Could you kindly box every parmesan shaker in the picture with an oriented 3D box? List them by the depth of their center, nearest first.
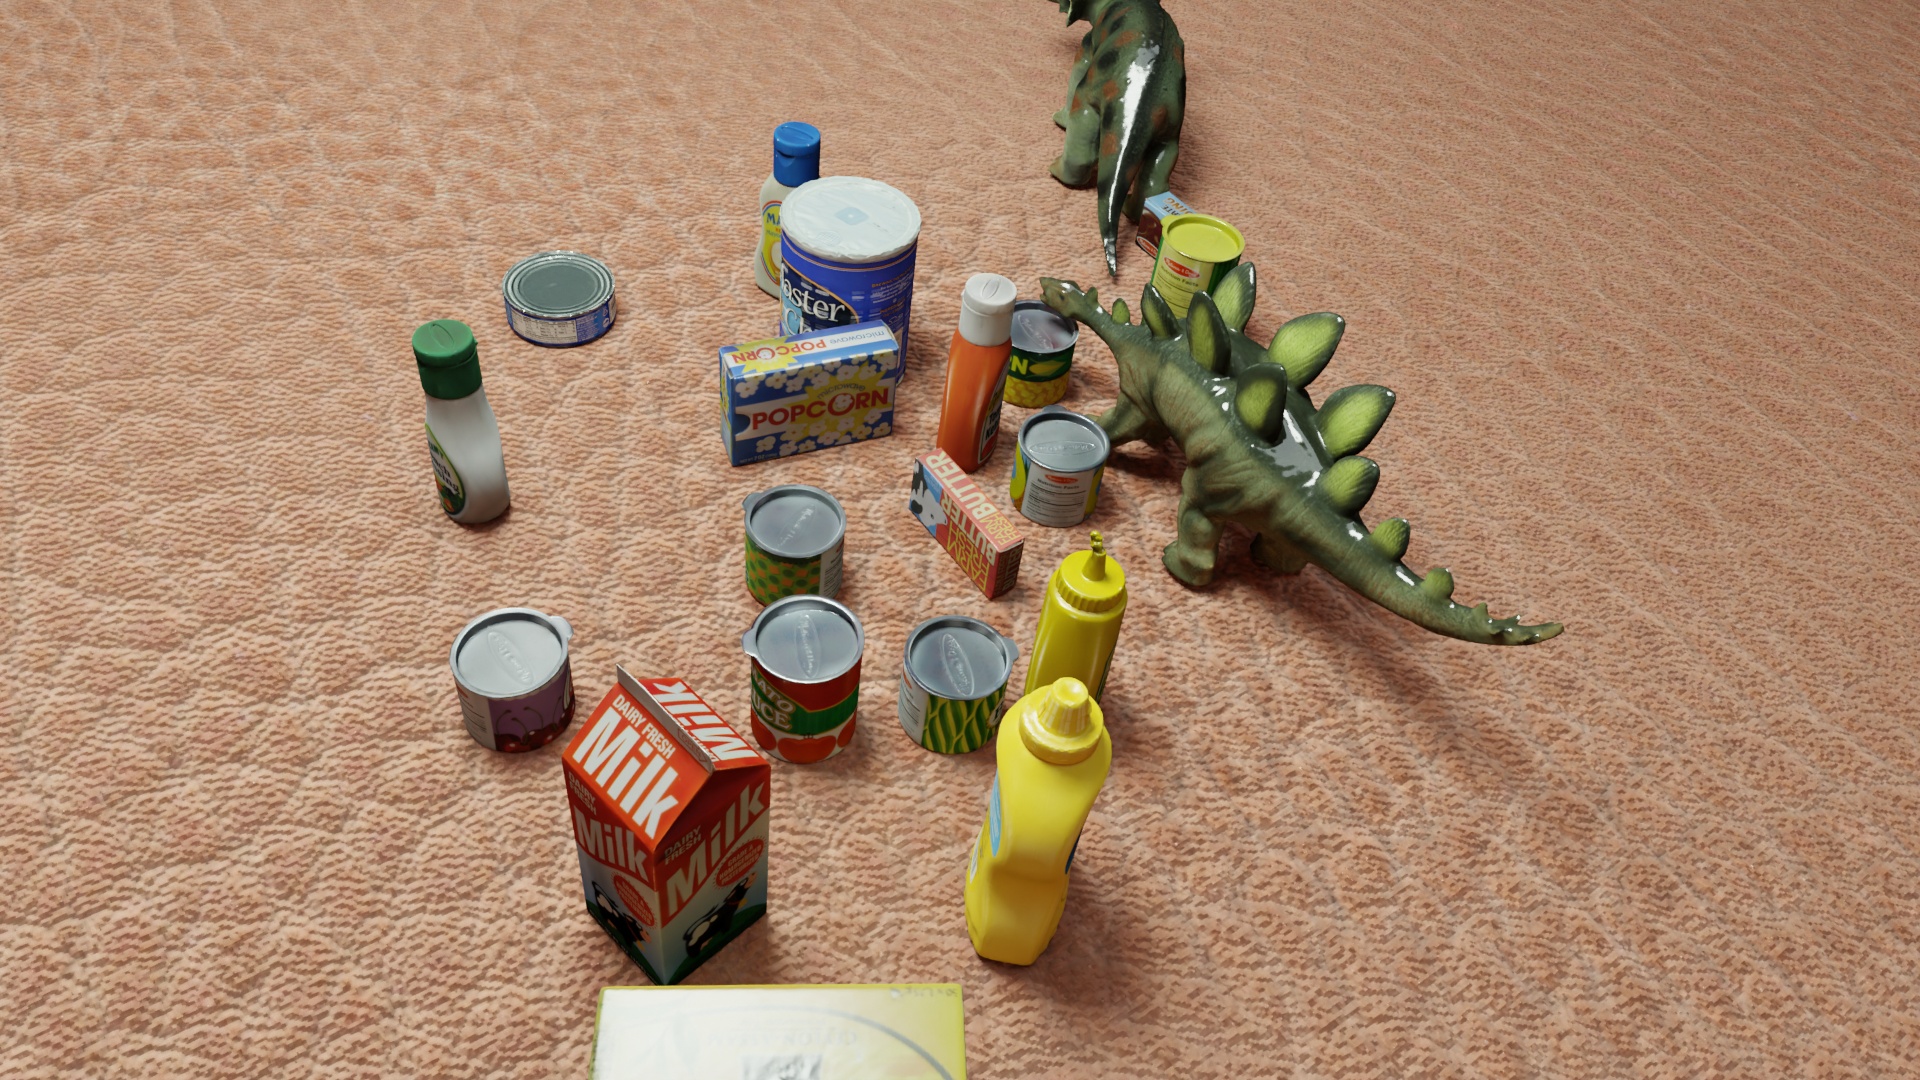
[{"bbox_3d":[0.186,-0.208,1.140,0.071,0.102,0.072,4,46,-4],"label":"parmesan shaker"}]

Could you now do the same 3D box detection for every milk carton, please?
[{"bbox_3d":[-0.145,0.140,0.696,0.072,0.189,0.074,37,52,25],"label":"milk carton"}]

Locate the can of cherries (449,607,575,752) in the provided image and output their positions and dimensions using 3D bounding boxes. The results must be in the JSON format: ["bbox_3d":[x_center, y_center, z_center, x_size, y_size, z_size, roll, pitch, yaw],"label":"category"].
[{"bbox_3d":[-0.262,0.083,0.825,0.071,0.058,0.072,4,46,-4],"label":"can of cherries"}]

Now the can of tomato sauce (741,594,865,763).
[{"bbox_3d":[-0.095,0.084,0.831,0.071,0.082,0.071,4,46,-4],"label":"can of tomato sauce"}]

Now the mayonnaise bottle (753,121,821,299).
[{"bbox_3d":[-0.133,-0.260,1.111,0.065,0.147,0.041,24,48,14],"label":"mayonnaise bottle"}]

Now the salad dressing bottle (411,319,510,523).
[{"bbox_3d":[-0.326,-0.076,0.906,0.044,0.146,0.064,-25,55,-28],"label":"salad dressing bottle"}]

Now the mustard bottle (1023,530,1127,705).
[{"bbox_3d":[0.071,0.054,0.832,0.049,0.159,0.066,15,46,6],"label":"mustard bottle"}]

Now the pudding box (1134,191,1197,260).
[{"bbox_3d":[0.196,-0.267,1.235,0.030,0.049,0.084,-25,55,-28],"label":"pudding box"}]

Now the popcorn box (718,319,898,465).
[{"bbox_3d":[-0.111,-0.108,1.012,0.127,0.084,0.038,-13,50,-20],"label":"popcorn box"}]

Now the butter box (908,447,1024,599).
[{"bbox_3d":[0.003,-0.012,0.959,0.024,0.052,0.104,-23,54,-27],"label":"butter box"}]

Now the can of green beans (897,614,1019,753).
[{"bbox_3d":[-0.004,0.089,0.857,0.071,0.057,0.071,4,46,-4],"label":"can of green beans"}]

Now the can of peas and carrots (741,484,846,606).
[{"bbox_3d":[-0.112,0.005,0.921,0.071,0.058,0.071,4,46,-4],"label":"can of peas and carrots"}]

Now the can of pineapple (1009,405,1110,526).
[{"bbox_3d":[0.071,-0.053,1.006,0.071,0.057,0.071,4,46,-4],"label":"can of pineapple"}]

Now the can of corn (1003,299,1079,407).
[{"bbox_3d":[0.054,-0.146,1.092,0.071,0.058,0.071,4,46,-4],"label":"can of corn"}]

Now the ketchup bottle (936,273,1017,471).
[{"bbox_3d":[0.012,-0.122,1.000,0.043,0.148,0.065,18,47,8],"label":"ketchup bottle"}]
